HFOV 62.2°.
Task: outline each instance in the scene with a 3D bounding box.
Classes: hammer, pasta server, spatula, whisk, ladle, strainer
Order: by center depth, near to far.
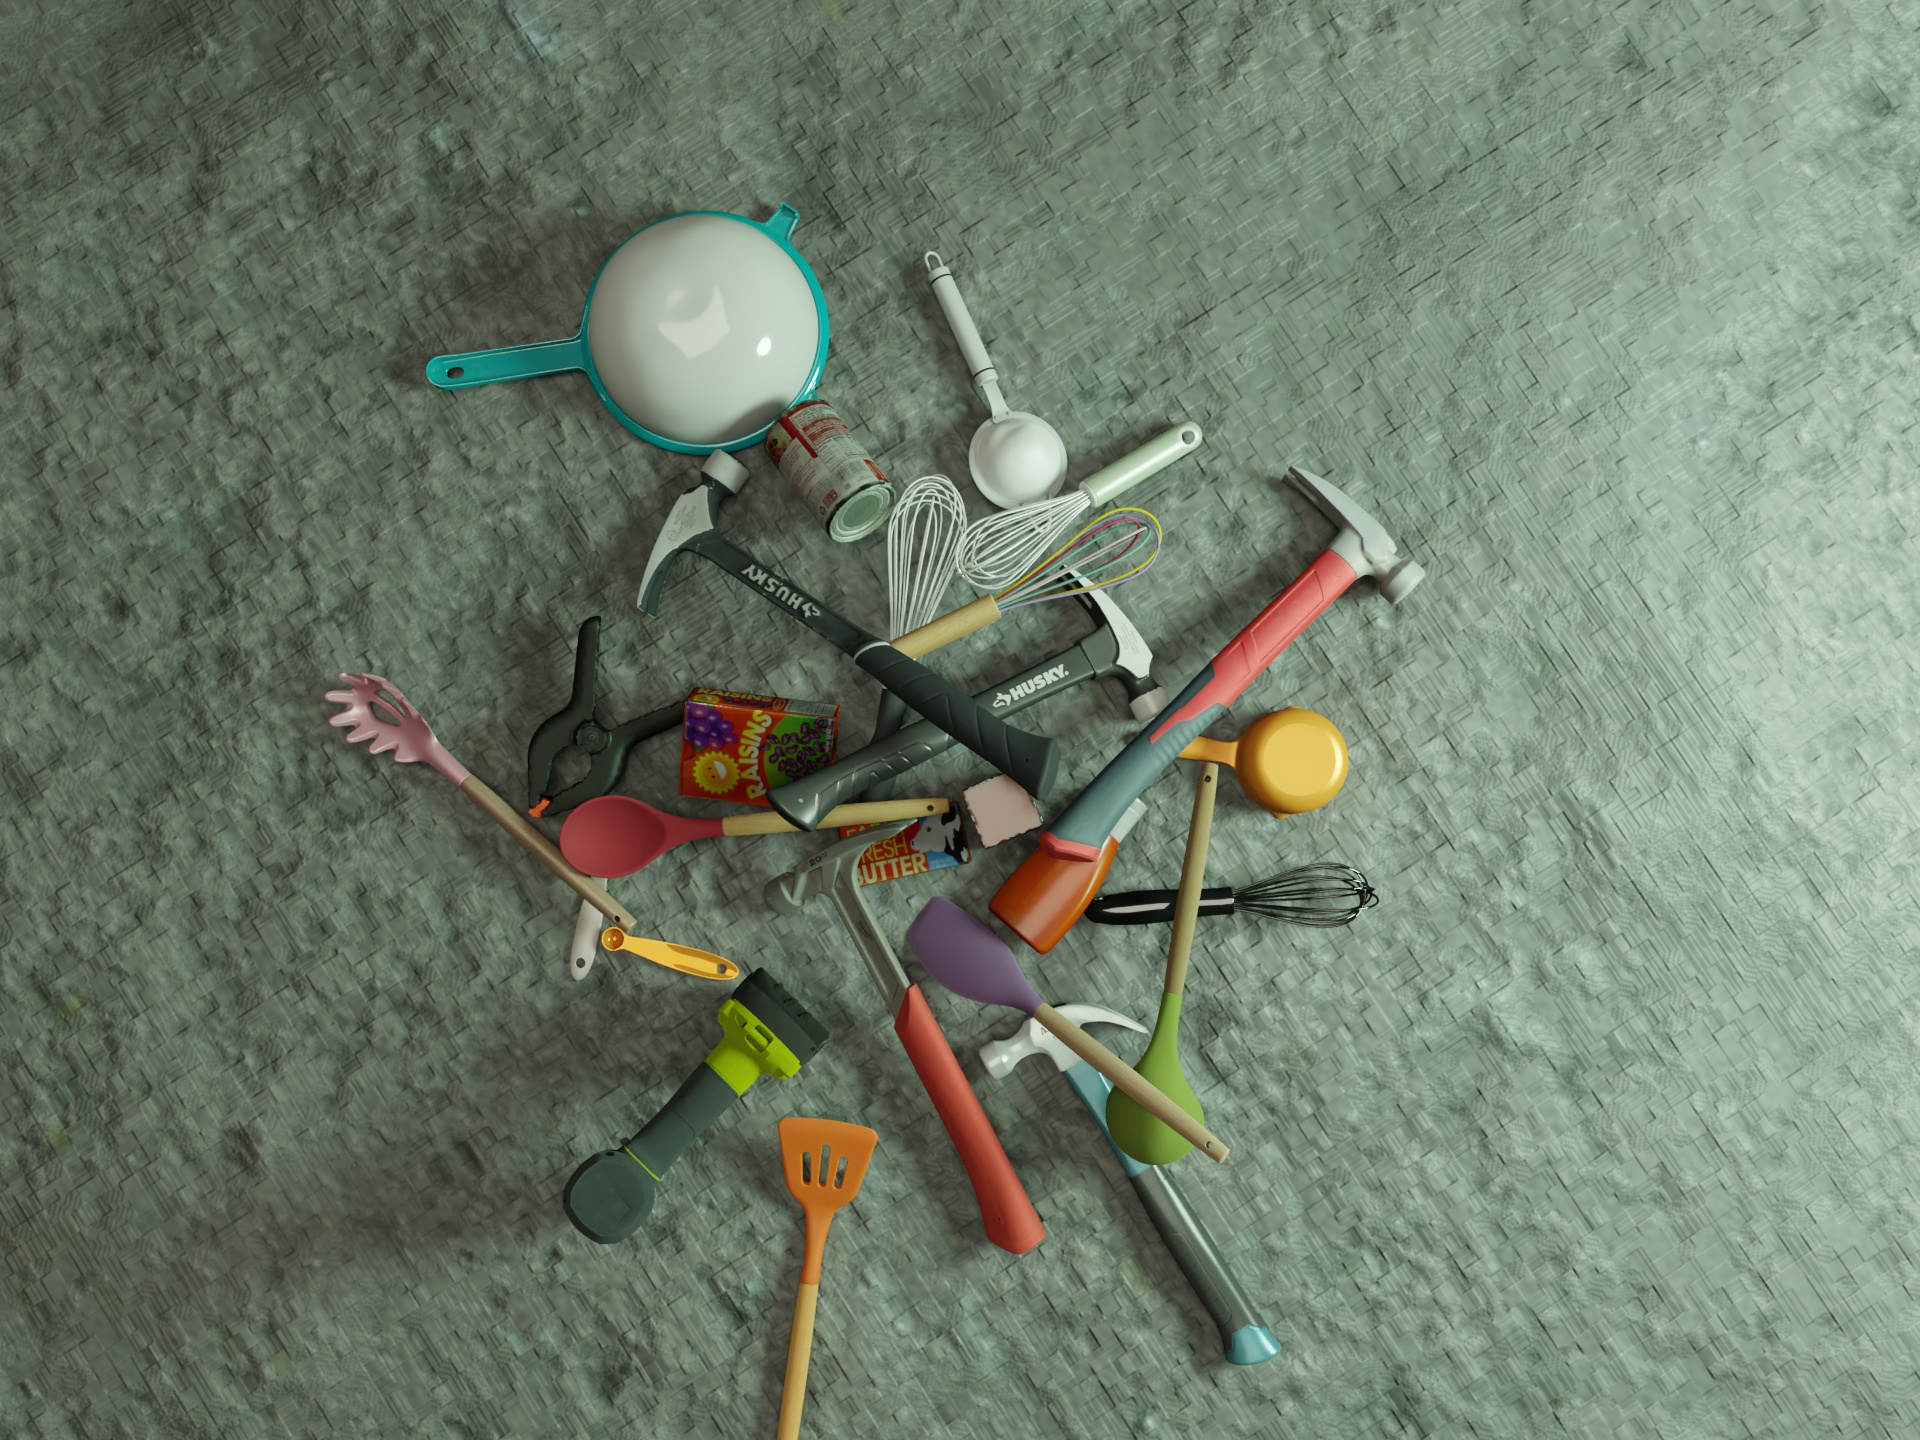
[{"bbox_3d":[0.080,0.245,1.250,0.316,0.018,0.060,34,86,27],"label":"spatula"},{"bbox_3d":[-0.089,-0.060,1.258,0.409,0.036,0.149,35,89,22],"label":"hammer"},{"bbox_3d":[0.174,0.192,1.269,0.078,0.062,0.320,8,80,14],"label":"ladle"},{"bbox_3d":[0.046,-0.105,1.270,0.245,0.047,0.051,-25,45,4],"label":"whisk"},{"bbox_3d":[-0.020,0.259,1.277,0.149,0.037,0.359,-28,90,28],"label":"hammer"},{"bbox_3d":[-0.127,0.479,1.281,0.081,0.041,0.322,8,87,0],"label":"spatula"},{"bbox_3d":[-0.002,-0.004,1.282,0.335,0.035,0.146,-26,85,-14],"label":"hammer"},{"bbox_3d":[0.196,-0.039,1.284,0.386,0.038,0.143,-43,81,-11],"label":"hammer"},{"bbox_3d":[-0.166,0.082,1.286,0.315,0.031,0.069,-5,102,3],"label":"ladle"},{"bbox_3d":[0.154,0.376,1.291,0.128,0.033,0.331,-32,87,-1],"label":"hammer"},{"bbox_3d":[0.221,0.149,1.300,0.239,0.055,0.055,-5,86,4],"label":"whisk"},{"bbox_3d":[-0.390,0.069,1.304,0.316,0.040,0.060,40,105,6],"label":"pasta server"},{"bbox_3d":[-0.280,-0.321,1.309,0.340,0.095,0.211,-9,86,-2],"label":"strainer"},{"bbox_3d":[-0.045,-0.064,1.312,0.070,0.070,0.284,11,91,1],"label":"whisk"},{"bbox_3d":[0.099,-0.182,1.313,0.246,0.059,0.057,-32,102,-13],"label":"whisk"},{"bbox_3d":[0.024,-0.281,1.334,0.087,0.050,0.258,-22,83,-17],"label":"strainer"}]

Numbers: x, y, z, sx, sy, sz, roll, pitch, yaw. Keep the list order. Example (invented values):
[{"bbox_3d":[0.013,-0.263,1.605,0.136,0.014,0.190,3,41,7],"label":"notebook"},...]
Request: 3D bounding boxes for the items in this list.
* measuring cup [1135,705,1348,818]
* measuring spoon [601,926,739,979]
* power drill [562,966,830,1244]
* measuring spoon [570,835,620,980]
[{"bbox_3d":[0.232,0.027,1.304,0.173,0.052,0.095,9,86,-1],"label":"measuring cup"},{"bbox_3d":[-0.240,0.194,1.318,0.117,0.011,0.021,16,85,-2],"label":"measuring spoon"},{"bbox_3d":[-0.212,0.306,1.238,0.080,0.190,0.228,43,73,3],"label":"power drill"},{"bbox_3d":[-0.305,0.154,1.315,0.034,0.018,0.124,11,87,1],"label":"measuring spoon"}]
